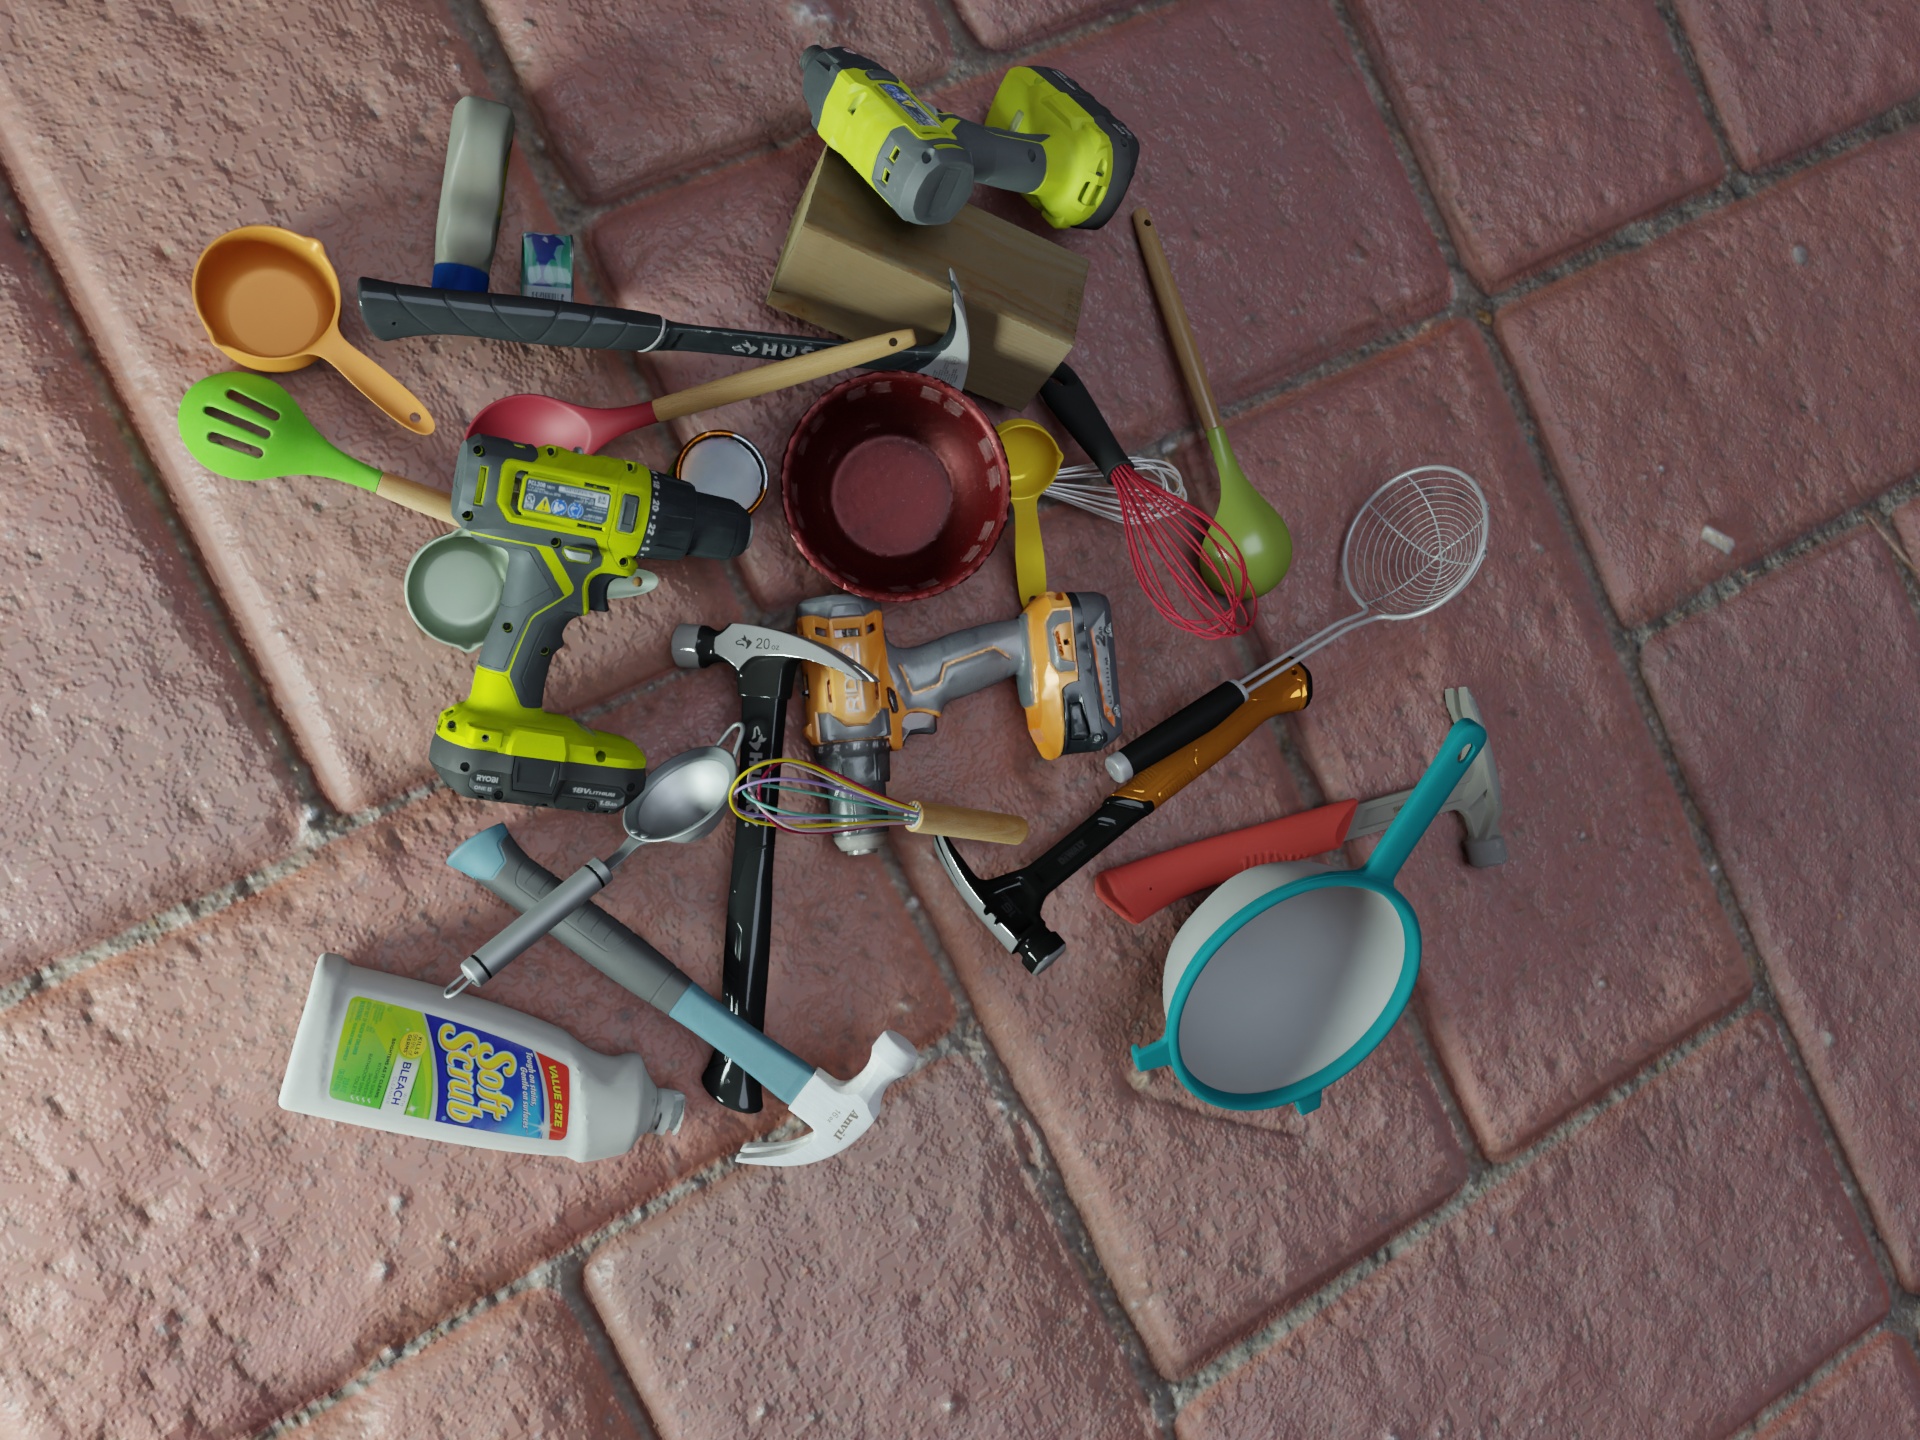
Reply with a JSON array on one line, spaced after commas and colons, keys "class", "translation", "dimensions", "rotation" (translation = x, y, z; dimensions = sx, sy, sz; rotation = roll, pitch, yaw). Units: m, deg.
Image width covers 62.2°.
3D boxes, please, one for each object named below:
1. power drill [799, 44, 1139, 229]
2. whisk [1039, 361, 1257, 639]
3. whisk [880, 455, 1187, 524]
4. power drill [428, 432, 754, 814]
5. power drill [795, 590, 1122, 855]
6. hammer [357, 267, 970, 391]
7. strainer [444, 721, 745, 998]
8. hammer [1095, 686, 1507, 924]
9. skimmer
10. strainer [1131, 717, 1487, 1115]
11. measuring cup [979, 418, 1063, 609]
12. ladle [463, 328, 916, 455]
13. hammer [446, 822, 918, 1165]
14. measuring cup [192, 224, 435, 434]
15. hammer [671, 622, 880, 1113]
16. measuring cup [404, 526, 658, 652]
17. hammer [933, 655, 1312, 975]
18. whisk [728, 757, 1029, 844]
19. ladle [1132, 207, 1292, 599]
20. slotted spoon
[{"class": "power drill", "translation": [0.004, -0.416, 1.124], "dimensions": [0.223, 0.080, 0.171], "rotation": [-12, 54, -41]}, {"class": "whisk", "translation": [0.125, -0.166, 1.148], "dimensions": [0.073, 0.073, 0.296], "rotation": [-17, 56, -19]}, {"class": "whisk", "translation": [0.056, -0.181, 1.202], "dimensions": [0.246, 0.057, 0.059], "rotation": [2, 51, -15]}, {"class": "power drill", "translation": [-0.245, -0.061, 1.041], "dimensions": [0.190, 0.080, 0.228], "rotation": [9, 98, -25]}, {"class": "power drill", "translation": [-0.002, -0.004, 1.150], "dimensions": [0.226, 0.084, 0.185], "rotation": [-5, 88, -14]}, {"class": "hammer", "translation": [-0.188, -0.260, 1.070], "dimensions": [0.408, 0.149, 0.036], "rotation": [2, 61, -18]}, {"class": "strainer", "translation": [-0.229, 0.095, 1.033], "dimensions": [0.258, 0.087, 0.050], "rotation": [-41, 127, -27]}, {"class": "hammer", "translation": [0.271, 0.081, 1.255], "dimensions": [0.359, 0.037, 0.149], "rotation": [-13, 90, -19]}, {"class": "skimmer", "translation": [0.252, -0.075, 1.211], "dimensions": [0.363, 0.127, 0.090], "rotation": [-31, 128, -19]}, {"class": "strainer", "translation": [0.262, 0.128, 1.174], "dimensions": [0.210, 0.095, 0.340], "rotation": [22, 106, -32]}, {"class": "measuring cup", "translation": [0.047, -0.150, 1.180], "dimensions": [0.062, 0.029, 0.156], "rotation": [-10, 122, -5]}, {"class": "ladle", "translation": [-0.182, -0.218, 1.077], "dimensions": [0.315, 0.031, 0.069], "rotation": [-15, 105, 4]}, {"class": "hammer", "translation": [-0.197, 0.176, 1.060], "dimensions": [0.331, 0.033, 0.128], "rotation": [36, 94, 0]}, {"class": "measuring cup", "translation": [-0.418, -0.244, 1.044], "dimensions": [0.173, 0.052, 0.095], "rotation": [41, 75, -14]}, {"class": "hammer", "translation": [-0.138, 0.102, 1.095], "dimensions": [0.146, 0.035, 0.335], "rotation": [4, 90, 18]}, {"class": "measuring cup", "translation": [-0.291, -0.092, 1.079], "dimensions": [0.167, 0.038, 0.083], "rotation": [-5, 102, -25]}, {"class": "hammer", "translation": [0.139, 0.045, 1.204], "dimensions": [0.337, 0.034, 0.127], "rotation": [-35, 74, -22]}, {"class": "whisk", "translation": [-0.047, 0.059, 1.066], "dimensions": [0.244, 0.051, 0.047], "rotation": [11, 92, -39]}, {"class": "ladle", "translation": [0.187, -0.250, 1.255], "dimensions": [0.078, 0.062, 0.320], "rotation": [-16, 84, -17]}, {"class": "slotted spoon", "translation": [-0.363, -0.152, 1.068], "dimensions": [0.313, 0.031, 0.070], "rotation": [21, 85, -17]}]
